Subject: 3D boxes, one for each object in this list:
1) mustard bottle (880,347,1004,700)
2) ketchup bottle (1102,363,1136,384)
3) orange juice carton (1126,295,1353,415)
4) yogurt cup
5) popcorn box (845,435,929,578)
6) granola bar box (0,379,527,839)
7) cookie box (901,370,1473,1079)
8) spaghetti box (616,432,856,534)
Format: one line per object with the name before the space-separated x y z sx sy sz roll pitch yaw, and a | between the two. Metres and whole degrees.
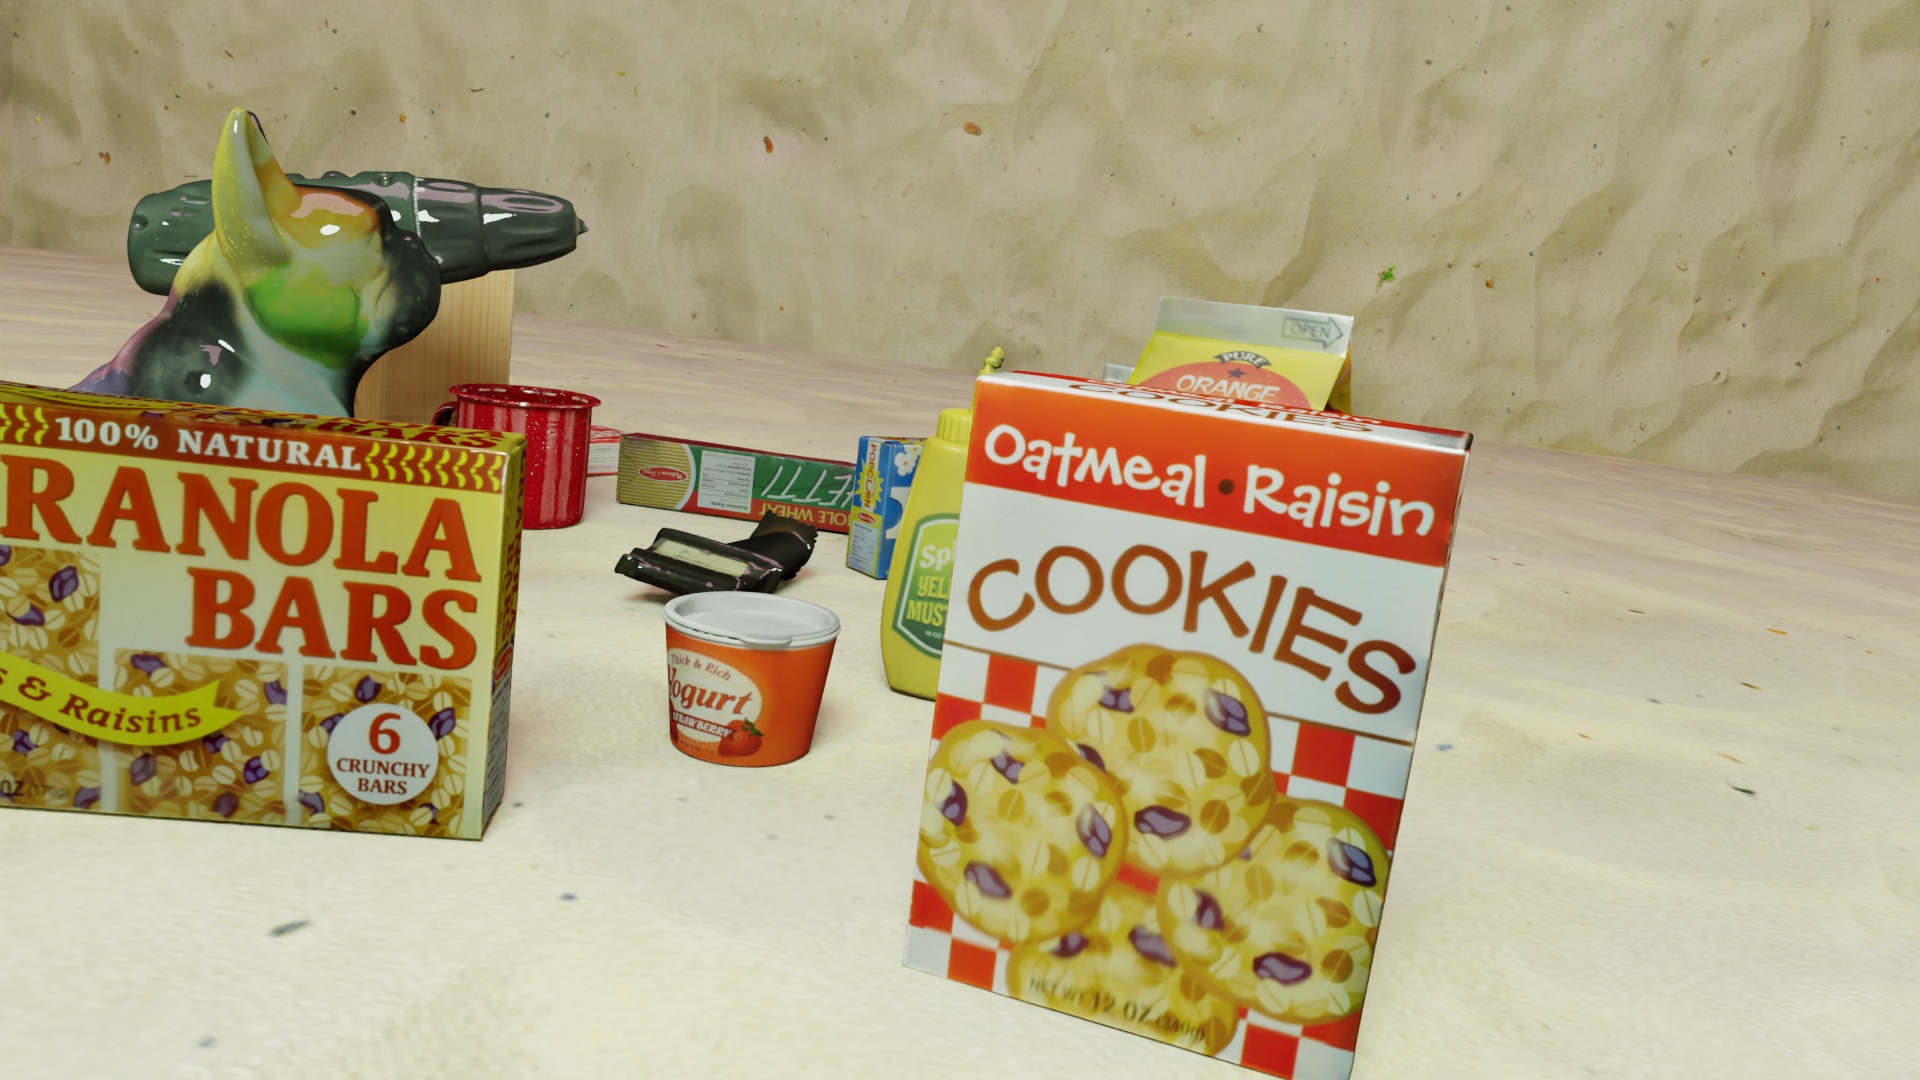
mustard bottle | 0.002 -0.008 0.627 0.065 0.160 0.049 8 10 7
ketchup bottle | 0.094 -0.031 0.838 0.043 0.148 0.065 -2 14 -43
orange juice carton | 0.092 0.010 0.505 0.072 0.192 0.073 12 11 25
yogurt cup | -0.083 0.053 0.538 0.072 0.053 0.072 7 11 -1
popcorn box | -0.010 -0.022 0.893 0.127 0.085 0.038 -2 14 -41
granola bar box | -0.223 0.021 0.425 0.166 0.124 0.039 6 10 -7
cookie box | 0.057 0.045 0.370 0.123 0.167 0.040 11 11 19
spaghetti box | -0.117 -0.035 0.982 0.250 0.050 0.029 8 10 4
